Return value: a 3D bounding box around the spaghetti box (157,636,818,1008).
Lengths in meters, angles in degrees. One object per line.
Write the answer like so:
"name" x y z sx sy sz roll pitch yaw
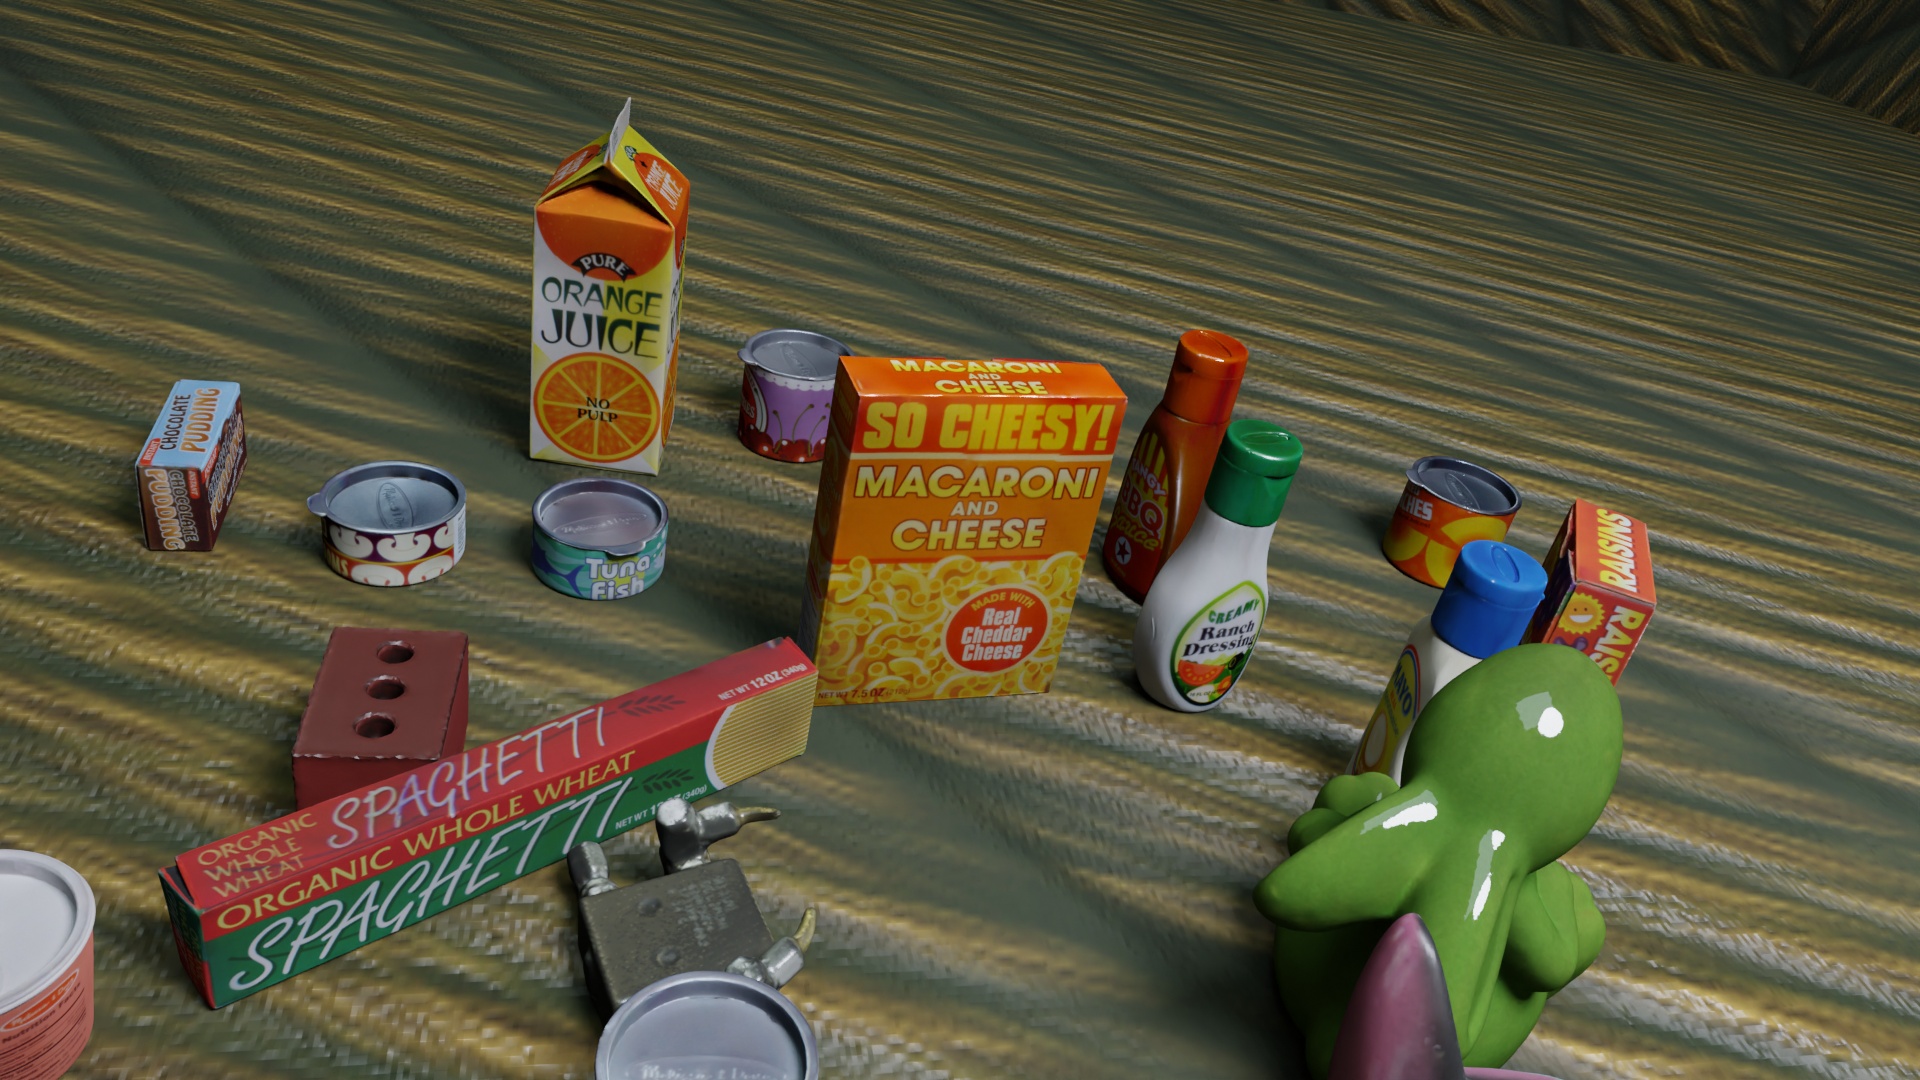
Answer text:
"spaghetti box" -0.163 0.099 0.532 0.251 0.050 0.029 -19 44 -39

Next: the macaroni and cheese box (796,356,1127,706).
"macaroni and cheese box" -0.005 -0.002 0.633 0.124 0.165 0.040 -1 34 -20

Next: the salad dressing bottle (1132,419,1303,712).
"salad dressing bottle" 0.125 0.014 0.668 0.064 0.146 0.044 -6 36 -26

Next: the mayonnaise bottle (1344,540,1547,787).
"mayonnaise bottle" 0.211 0.070 0.610 0.041 0.147 0.065 11 32 -1

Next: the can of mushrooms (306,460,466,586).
"can of mushrooms" -0.278 -0.009 0.676 0.071 0.033 0.071 9 32 -5

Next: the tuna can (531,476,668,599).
"tuna can" -0.180 0.000 0.696 0.071 0.032 0.071 9 32 -5

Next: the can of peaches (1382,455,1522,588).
"can of peaches" 0.296 -0.011 0.846 0.071 0.057 0.071 9 32 -5

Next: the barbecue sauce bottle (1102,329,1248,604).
"barbecue sauce bottle" 0.117 -0.039 0.747 0.044 0.147 0.065 -5 36 -25

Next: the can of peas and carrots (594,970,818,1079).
"can of peas and carrots" -0.080 0.180 0.427 0.071 0.058 0.071 9 32 -5

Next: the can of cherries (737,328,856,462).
"can of cherries" -0.101 -0.087 0.833 0.071 0.058 0.072 9 32 -5

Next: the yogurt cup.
"yogurt cup" -0.301 0.137 0.425 0.072 0.053 0.073 9 32 -5

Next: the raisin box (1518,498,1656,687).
"raisin box" 0.296 0.054 0.686 0.040 0.122 0.086 20 33 13

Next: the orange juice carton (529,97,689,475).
"orange juice carton" -0.190 -0.138 0.757 0.073 0.191 0.072 7 32 -8

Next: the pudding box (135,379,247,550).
"pudding box" -0.373 -0.038 0.675 0.030 0.049 0.084 2 34 -16
